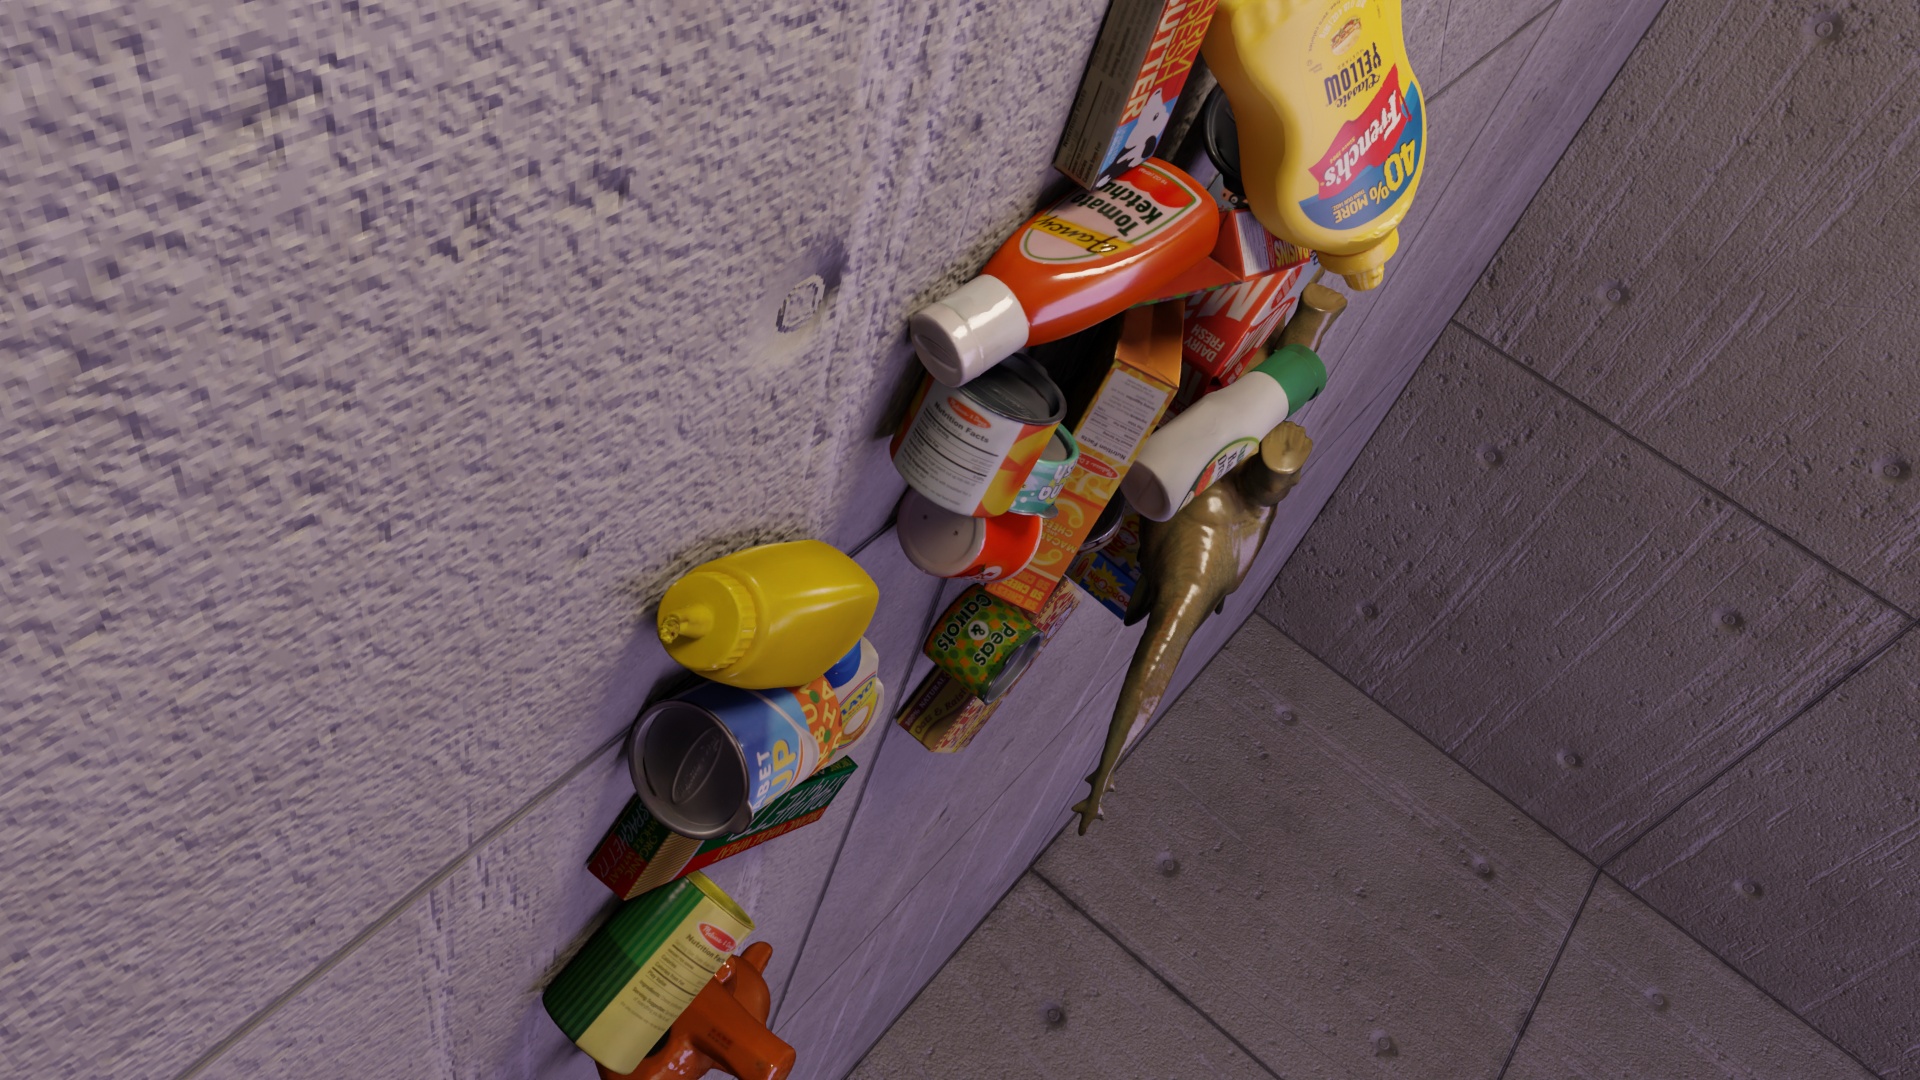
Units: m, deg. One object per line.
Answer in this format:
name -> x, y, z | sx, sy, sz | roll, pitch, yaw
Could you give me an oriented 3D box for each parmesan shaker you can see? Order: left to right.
parmesan shaker -> -0.176, 0.233, 0.775 | 0.103, 0.071, 0.071 | -48, 165, -11

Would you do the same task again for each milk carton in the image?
milk carton -> 0.164, -0.158, 0.856 | 0.190, 0.072, 0.073 | -53, 164, 7

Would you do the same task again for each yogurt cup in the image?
yogurt cup -> 0.003, -0.009, 0.743 | 0.054, 0.072, 0.072 | -5, 132, -59

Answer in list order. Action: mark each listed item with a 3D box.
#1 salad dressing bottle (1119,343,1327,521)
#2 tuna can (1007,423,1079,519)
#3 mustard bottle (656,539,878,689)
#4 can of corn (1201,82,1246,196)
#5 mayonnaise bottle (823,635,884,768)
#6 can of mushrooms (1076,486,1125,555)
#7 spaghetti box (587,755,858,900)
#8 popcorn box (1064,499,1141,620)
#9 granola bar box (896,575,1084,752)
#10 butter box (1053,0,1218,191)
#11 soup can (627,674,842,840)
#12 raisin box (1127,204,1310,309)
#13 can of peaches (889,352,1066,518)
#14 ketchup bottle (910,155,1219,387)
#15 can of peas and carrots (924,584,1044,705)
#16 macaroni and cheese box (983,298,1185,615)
salad dressing bottle -> 0.158, -0.068, 0.823 | 0.148, 0.044, 0.064 | -36, 164, -25
tuna can -> 0.028, -0.044, 0.718 | 0.071, 0.071, 0.032 | -29, 151, -56
mustard bottle -> -0.087, 0.032, 0.594 | 0.065, 0.049, 0.160 | -55, 164, 9
can of corn -> 0.167, -0.217, 0.739 | 0.071, 0.071, 0.058 | -58, 164, 21
mayonnaise bottle -> -0.072, 0.078, 0.763 | 0.065, 0.041, 0.147 | -44, 164, -20
can of mushrooms -> 0.074, -0.023, 0.918 | 0.071, 0.071, 0.033 | -50, 166, -7
spaghetti box -> -0.127, 0.155, 0.806 | 0.050, 0.029, 0.250 | -54, 165, 9
popcorn box -> 0.131, 0.003, 1.112 | 0.127, 0.085, 0.038 | -33, 157, -52
granola bar box -> 0.026, 0.091, 1.094 | 0.165, 0.039, 0.124 | -52, 166, 0
butter box -> 0.077, -0.202, 0.588 | 0.053, 0.024, 0.103 | -39, 160, -39
soup can -> -0.102, 0.096, 0.656 | 0.071, 0.071, 0.084 | -59, 164, 24
raisin box -> 0.126, -0.152, 0.736 | 0.124, 0.086, 0.040 | -27, 106, -57
can of peaches -> 0.009, -0.053, 0.648 | 0.071, 0.071, 0.057 | -30, 154, -55
ketchup bottle -> 0.045, -0.119, 0.620 | 0.149, 0.065, 0.043 | -36, 146, -24
can of peas and carrots -> 0.016, 0.073, 0.982 | 0.071, 0.059, 0.070 | -47, 164, -18
macaroni and cheese box -> 0.071, -0.056, 0.804 | 0.165, 0.040, 0.124 | -61, -174, 32
